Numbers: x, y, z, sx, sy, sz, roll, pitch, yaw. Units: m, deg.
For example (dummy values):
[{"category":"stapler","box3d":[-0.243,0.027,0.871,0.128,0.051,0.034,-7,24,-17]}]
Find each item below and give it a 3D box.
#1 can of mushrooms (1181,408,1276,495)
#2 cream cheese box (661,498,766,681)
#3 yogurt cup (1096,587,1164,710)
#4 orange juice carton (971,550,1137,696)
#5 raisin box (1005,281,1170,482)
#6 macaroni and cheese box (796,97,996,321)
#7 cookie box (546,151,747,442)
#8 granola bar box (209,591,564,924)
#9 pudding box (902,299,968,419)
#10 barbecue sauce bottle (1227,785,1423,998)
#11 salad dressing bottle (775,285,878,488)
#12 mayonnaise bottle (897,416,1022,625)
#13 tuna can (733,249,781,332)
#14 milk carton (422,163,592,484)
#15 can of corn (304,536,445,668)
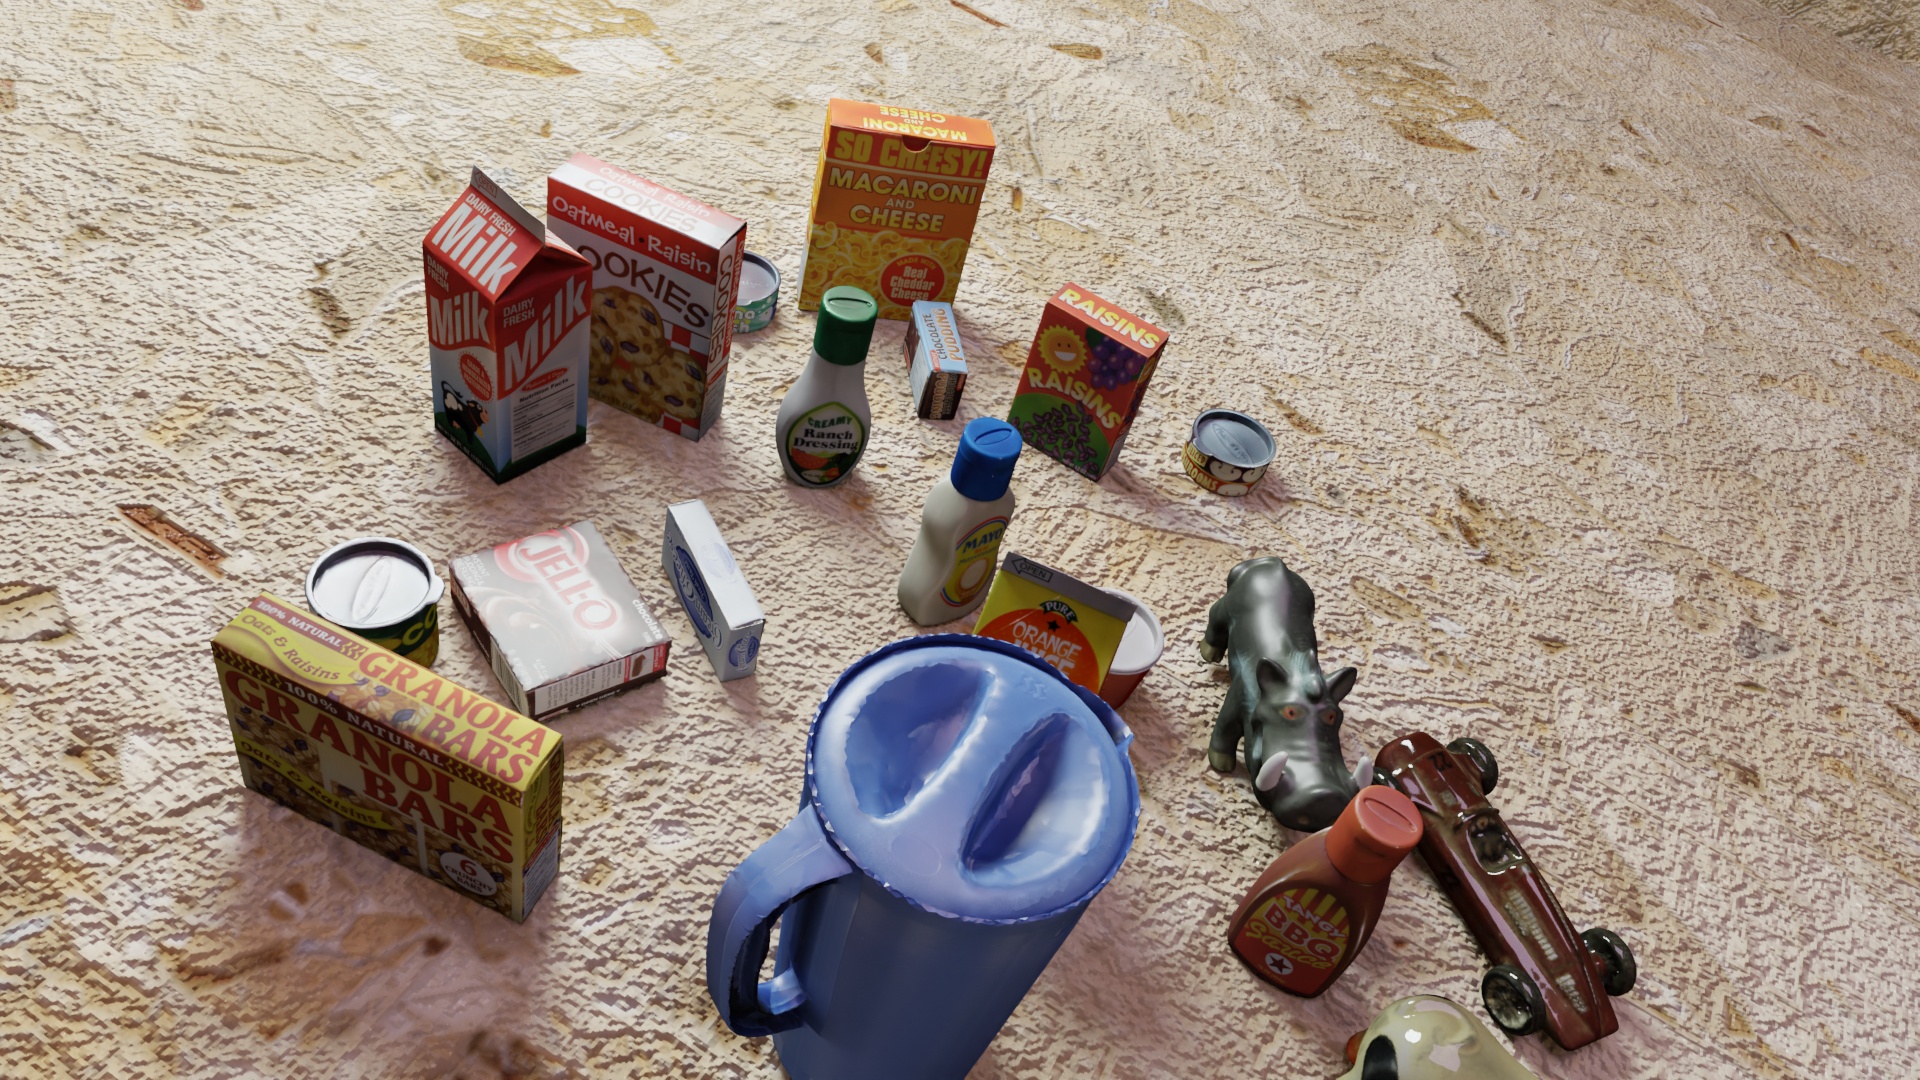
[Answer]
[{"category":"can of mushrooms","box3d":[0.202,-0.067,1.061,0.071,0.033,0.071,9,45,-9]},{"category":"cream cheese box","box3d":[-0.151,0.030,0.842,0.024,0.053,0.104,-14,53,-28]},{"category":"yogurt cup","box3d":[0.089,0.072,0.877,0.072,0.053,0.073,9,45,-9]},{"category":"orange juice carton","box3d":[0.035,0.082,0.751,0.072,0.191,0.073,23,45,5]},{"category":"raisin box","box3d":[0.090,-0.114,1.008,0.086,0.122,0.040,32,46,14]},{"category":"macaroni and cheese box","box3d":[-0.052,-0.246,1.060,0.124,0.165,0.040,4,46,-14]},{"category":"cookie box","box3d":[-0.213,-0.159,0.925,0.123,0.166,0.040,24,45,6]},{"category":"granola bar box","box3d":[-0.275,0.108,0.678,0.166,0.123,0.039,24,45,6]},{"category":"pudding box","box3d":[-0.020,-0.137,1.047,0.030,0.049,0.084,1,47,-16]},{"category":"barbecue sauce bottle","box3d":[0.195,0.184,0.734,0.065,0.147,0.044,32,46,14]},{"category":"salad dressing bottle","box3d":[-0.086,-0.100,0.922,0.064,0.146,0.044,3,47,-15]},{"category":"mayonnaise bottle","box3d":[0.003,-0.011,0.863,0.065,0.147,0.041,-22,57,-33]},{"category":"tuna can","box3d":[-0.172,-0.190,1.063,0.071,0.032,0.071,9,45,-9]},{"category":"milk carton","box3d":[-0.281,-0.135,0.864,0.072,0.189,0.074,39,48,20]},{"category":"can of corn","box3d":[-0.323,0.042,0.773,0.071,0.058,0.071,9,45,-9]}]
